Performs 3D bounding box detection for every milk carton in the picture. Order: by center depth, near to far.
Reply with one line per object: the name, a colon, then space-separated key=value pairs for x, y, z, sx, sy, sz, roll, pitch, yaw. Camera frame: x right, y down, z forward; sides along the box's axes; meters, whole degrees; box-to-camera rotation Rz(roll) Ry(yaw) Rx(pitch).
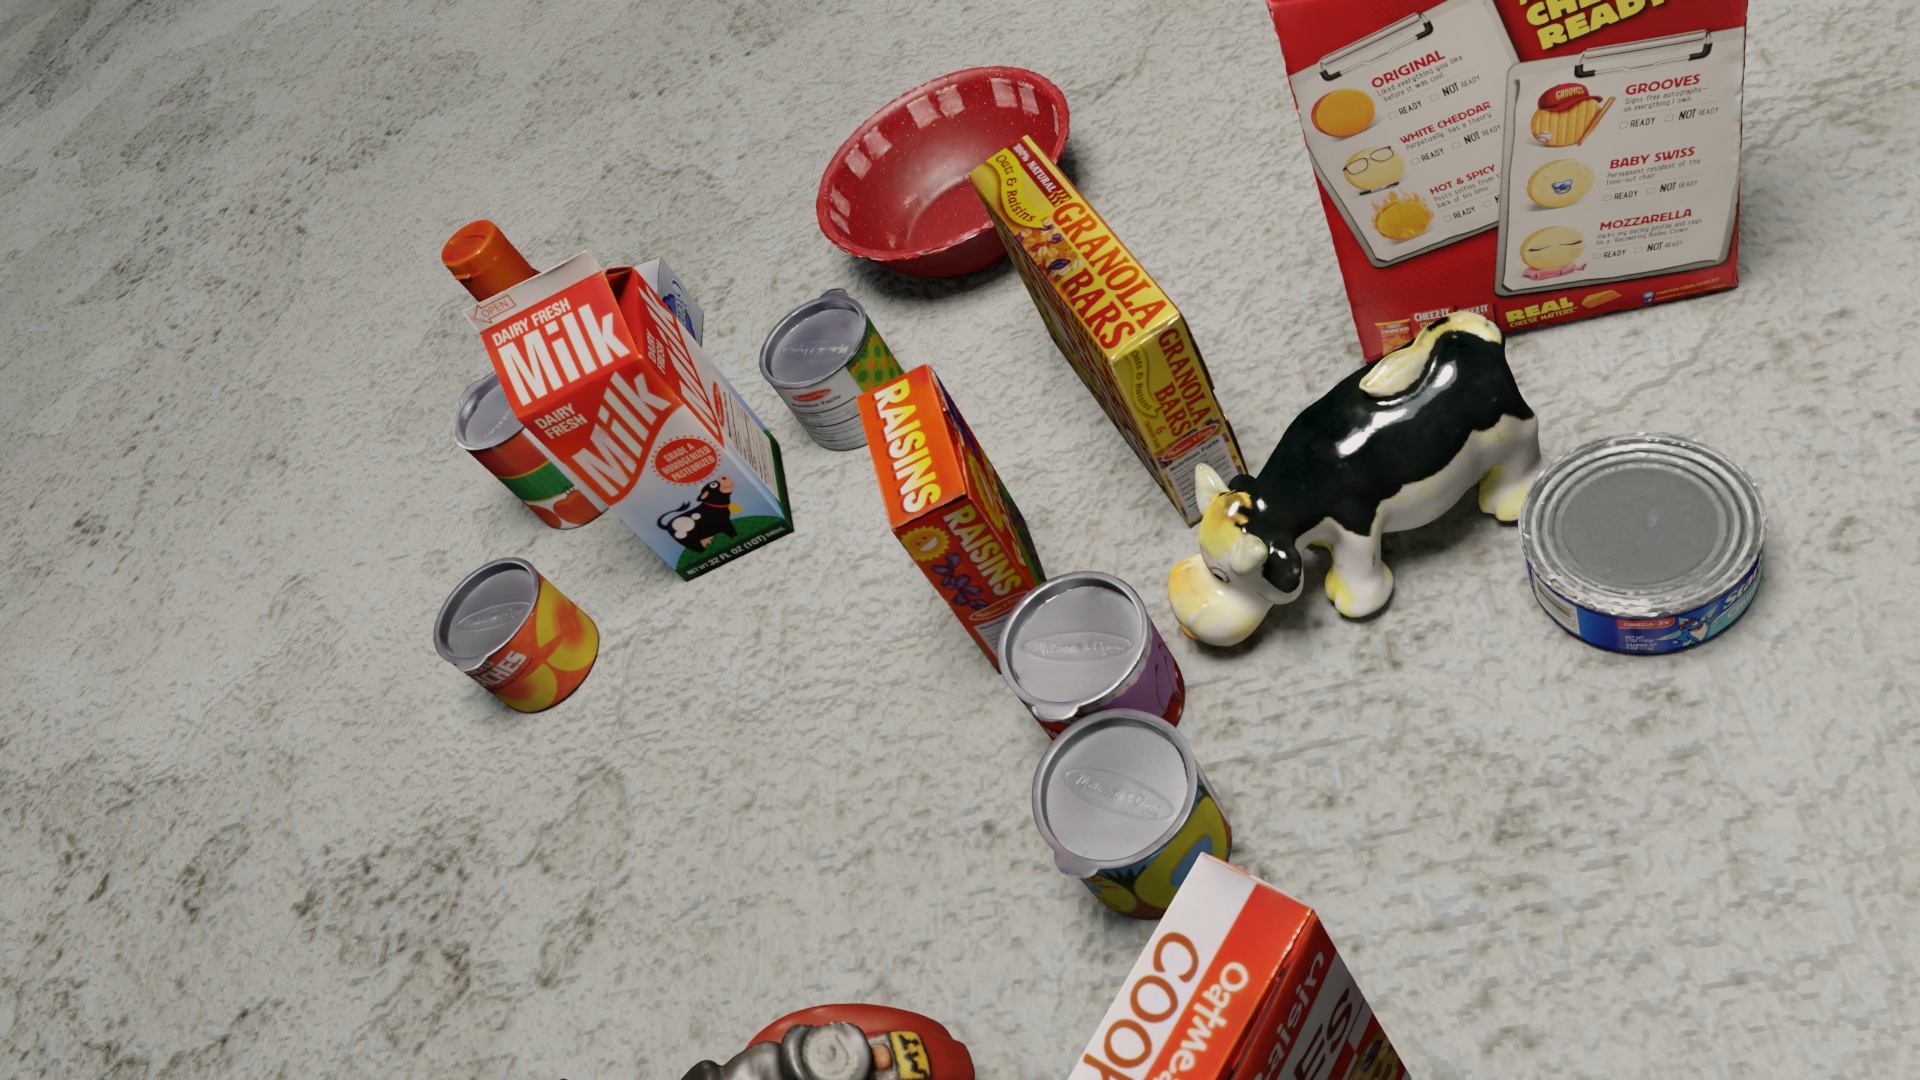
milk carton: x=-0.166 y=-0.068 z=0.717 sx=0.072 sy=0.190 sz=0.074 roll=-24 pitch=48 yaw=10

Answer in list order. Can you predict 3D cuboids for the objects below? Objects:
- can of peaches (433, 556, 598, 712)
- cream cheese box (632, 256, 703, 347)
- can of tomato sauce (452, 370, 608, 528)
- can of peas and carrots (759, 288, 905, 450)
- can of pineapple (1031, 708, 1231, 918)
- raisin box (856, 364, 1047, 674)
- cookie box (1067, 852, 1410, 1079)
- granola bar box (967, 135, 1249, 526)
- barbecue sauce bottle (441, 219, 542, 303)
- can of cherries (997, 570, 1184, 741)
can of peaches: x=-0.240 y=0.054 z=0.752 sx=0.071 sy=0.058 sz=0.071 roll=-14 pitch=50 yaw=18
cream cheese box: x=-0.184 y=-0.122 z=0.861 sx=0.024 sy=0.053 sz=0.104 roll=-19 pitch=49 yaw=15
can of tomato sauce: x=-0.248 y=-0.056 z=0.823 sx=0.071 sy=0.082 sz=0.071 roll=-14 pitch=50 yaw=18
can of peas and carrots: x=-0.069 y=-0.095 z=0.775 sx=0.071 sy=0.058 sz=0.071 roll=-14 pitch=50 yaw=18
can of pineapple: x=0.067 y=0.110 z=0.548 sx=0.071 sy=0.057 sz=0.071 roll=-14 pitch=50 yaw=18
raisin box: x=0.002 y=-0.008 z=0.628 sx=0.040 sy=0.123 sz=0.086 roll=-25 pitch=48 yaw=9
cookie box: x=0.079 y=0.183 z=0.412 sx=0.040 sy=0.167 sz=0.123 roll=20 pitch=67 yaw=37
granola bar box: x=0.071 y=-0.102 z=0.663 sx=0.039 sy=0.123 sz=0.166 roll=-32 pitch=47 yaw=3
barbecue sauce bottle: x=-0.249 y=-0.127 z=0.833 sx=0.065 sy=0.148 sz=0.044 roll=2 pitch=57 yaw=29
can of cherries: x=0.056 y=0.058 z=0.593 sx=0.071 sy=0.058 sz=0.072 roll=-14 pitch=50 yaw=18
